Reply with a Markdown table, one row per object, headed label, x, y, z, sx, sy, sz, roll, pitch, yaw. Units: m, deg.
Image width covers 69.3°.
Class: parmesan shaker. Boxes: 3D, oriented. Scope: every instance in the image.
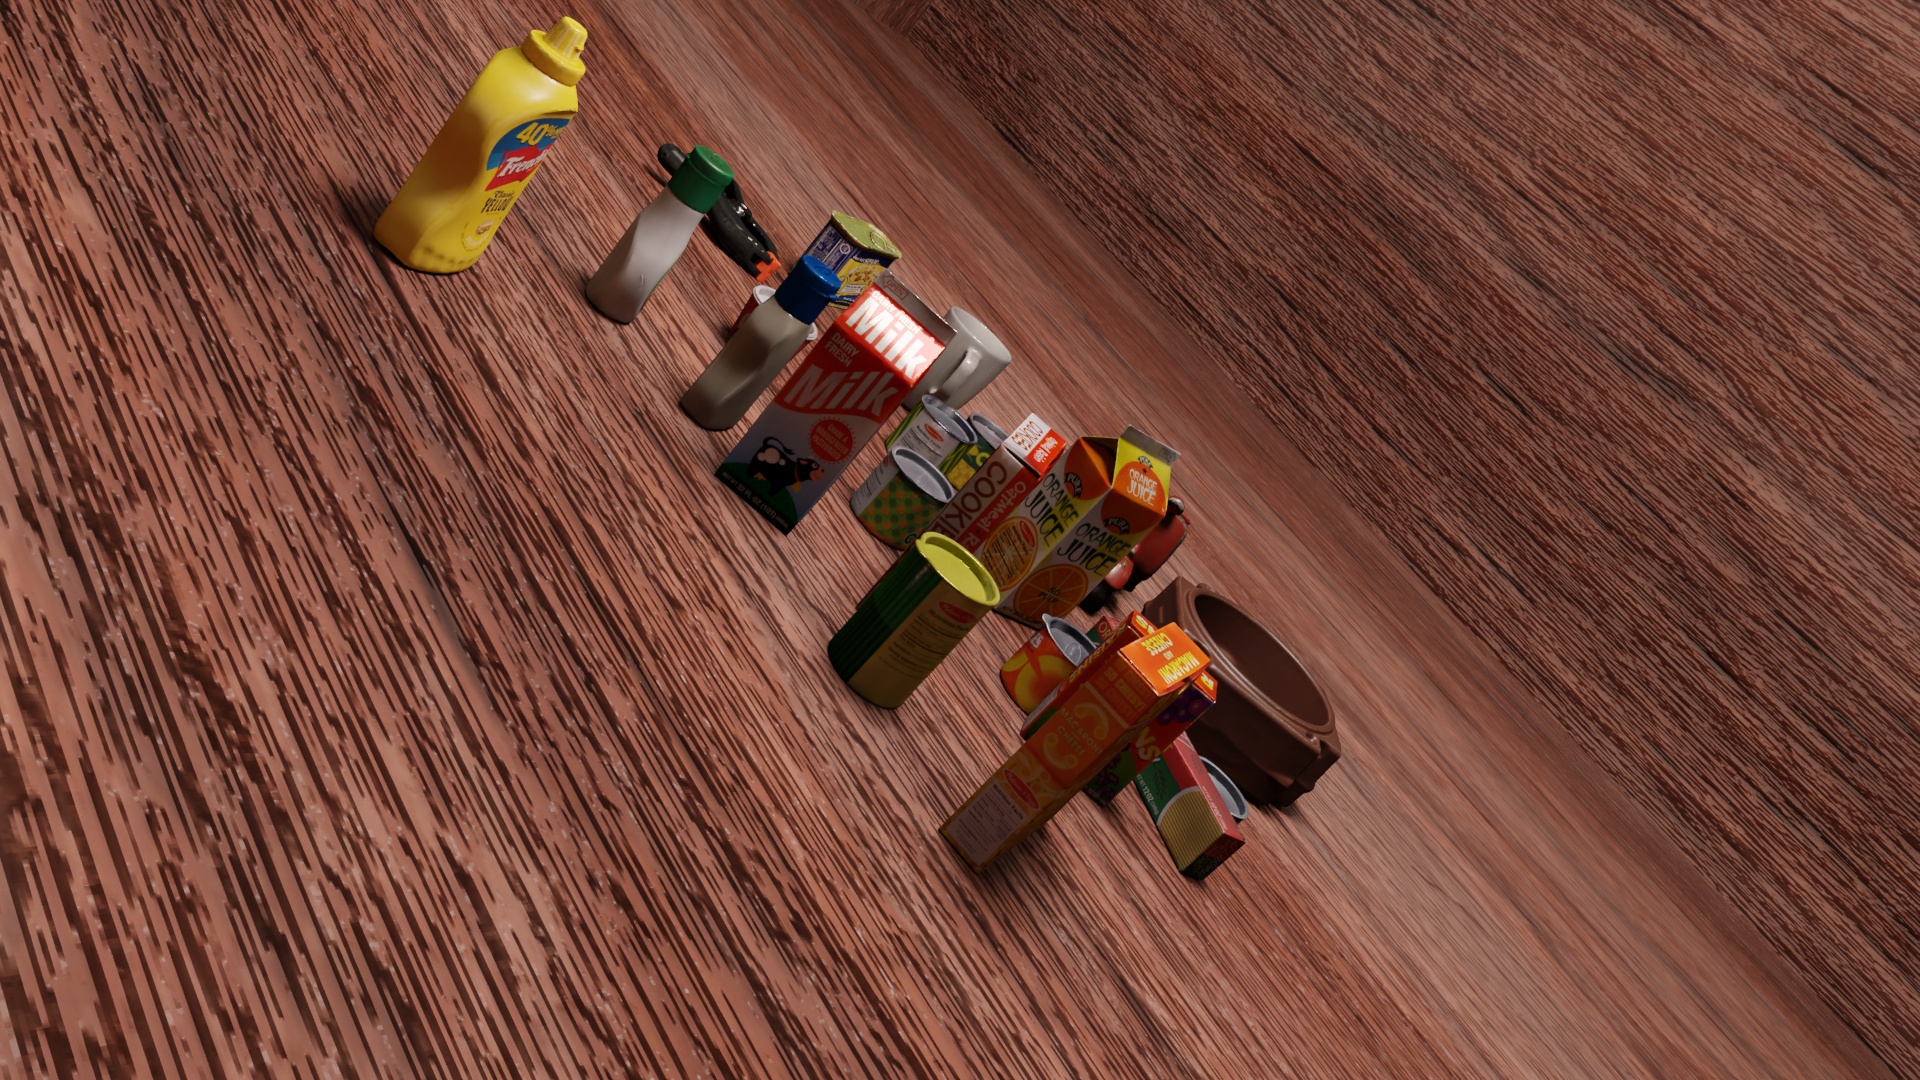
| label | x | y | z | sx | sy | sz | roll | pitch | yaw |
| --- | --- | --- | --- | --- | --- | --- | --- | --- | --- |
| parmesan shaker | -0.034 | 0.052 | 0.920 | 0.071 | 0.102 | 0.071 | 37 | 20 | -16 |

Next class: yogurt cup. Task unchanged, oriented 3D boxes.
| label | x | y | z | sx | sy | sz | roll | pitch | yaw |
| --- | --- | --- | --- | --- | --- | --- | --- | --- | --- |
| yogurt cup | -0.168 | -0.182 | 1.220 | 0.072 | 0.053 | 0.073 | 37 | 21 | -16 |

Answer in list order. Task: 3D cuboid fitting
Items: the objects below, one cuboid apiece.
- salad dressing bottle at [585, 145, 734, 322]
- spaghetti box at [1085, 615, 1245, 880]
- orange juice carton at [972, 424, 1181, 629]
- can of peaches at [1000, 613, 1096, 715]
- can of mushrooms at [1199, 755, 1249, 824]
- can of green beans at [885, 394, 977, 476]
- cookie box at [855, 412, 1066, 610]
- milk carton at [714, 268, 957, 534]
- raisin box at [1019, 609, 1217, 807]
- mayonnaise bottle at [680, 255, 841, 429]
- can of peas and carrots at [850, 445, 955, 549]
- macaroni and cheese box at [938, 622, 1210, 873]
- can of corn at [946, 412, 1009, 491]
| label | x | y | z | sx | sy | sz | roll | pitch | yaw |
| --- | --- | --- | --- | --- | --- | --- | --- | --- | --- |
| salad dressing bottle | -0.232 | -0.237 | 1.075 | 0.044 | 0.147 | 0.064 | 32 | 22 | -28 |
| spaghetti box | 0.153 | 0.160 | 1.126 | 0.028 | 0.050 | 0.251 | 27 | 25 | -36 |
| orange juice carton | 0.101 | -0.017 | 1.181 | 0.072 | 0.192 | 0.073 | 26 | 25 | -39 |
| can of peaches | 0.072 | 0.101 | 1.082 | 0.071 | 0.058 | 0.071 | 37 | 21 | -16 |
| can of mushrooms | 0.198 | 0.209 | 1.133 | 0.071 | 0.033 | 0.071 | 37 | 21 | -16 |
| can of green beans | -0.027 | -0.092 | 1.292 | 0.071 | 0.057 | 0.071 | 37 | 21 | -16 |
| cookie box | 0.004 | -0.013 | 1.028 | 0.040 | 0.167 | 0.123 | 42 | 20 | -1 |
| milk carton | -0.087 | -0.103 | 1.008 | 0.072 | 0.190 | 0.074 | 41 | 20 | -5 |
| raisin box | 0.116 | 0.124 | 1.024 | 0.086 | 0.123 | 0.040 | 42 | 19 | -1 |
| mayonnaise bottle | -0.148 | -0.149 | 1.050 | 0.041 | 0.147 | 0.065 | 45 | 20 | 6 |
| can of peas and carrots | -0.046 | -0.033 | 1.136 | 0.071 | 0.058 | 0.071 | 37 | 21 | -16 |
| macaroni and cheese box | 0.076 | 0.128 | 0.875 | 0.040 | 0.166 | 0.124 | 47 | 20 | 13 |
| can of corn | 0.017 | -0.079 | 1.348 | 0.071 | 0.058 | 0.071 | 37 | 21 | -16 |
